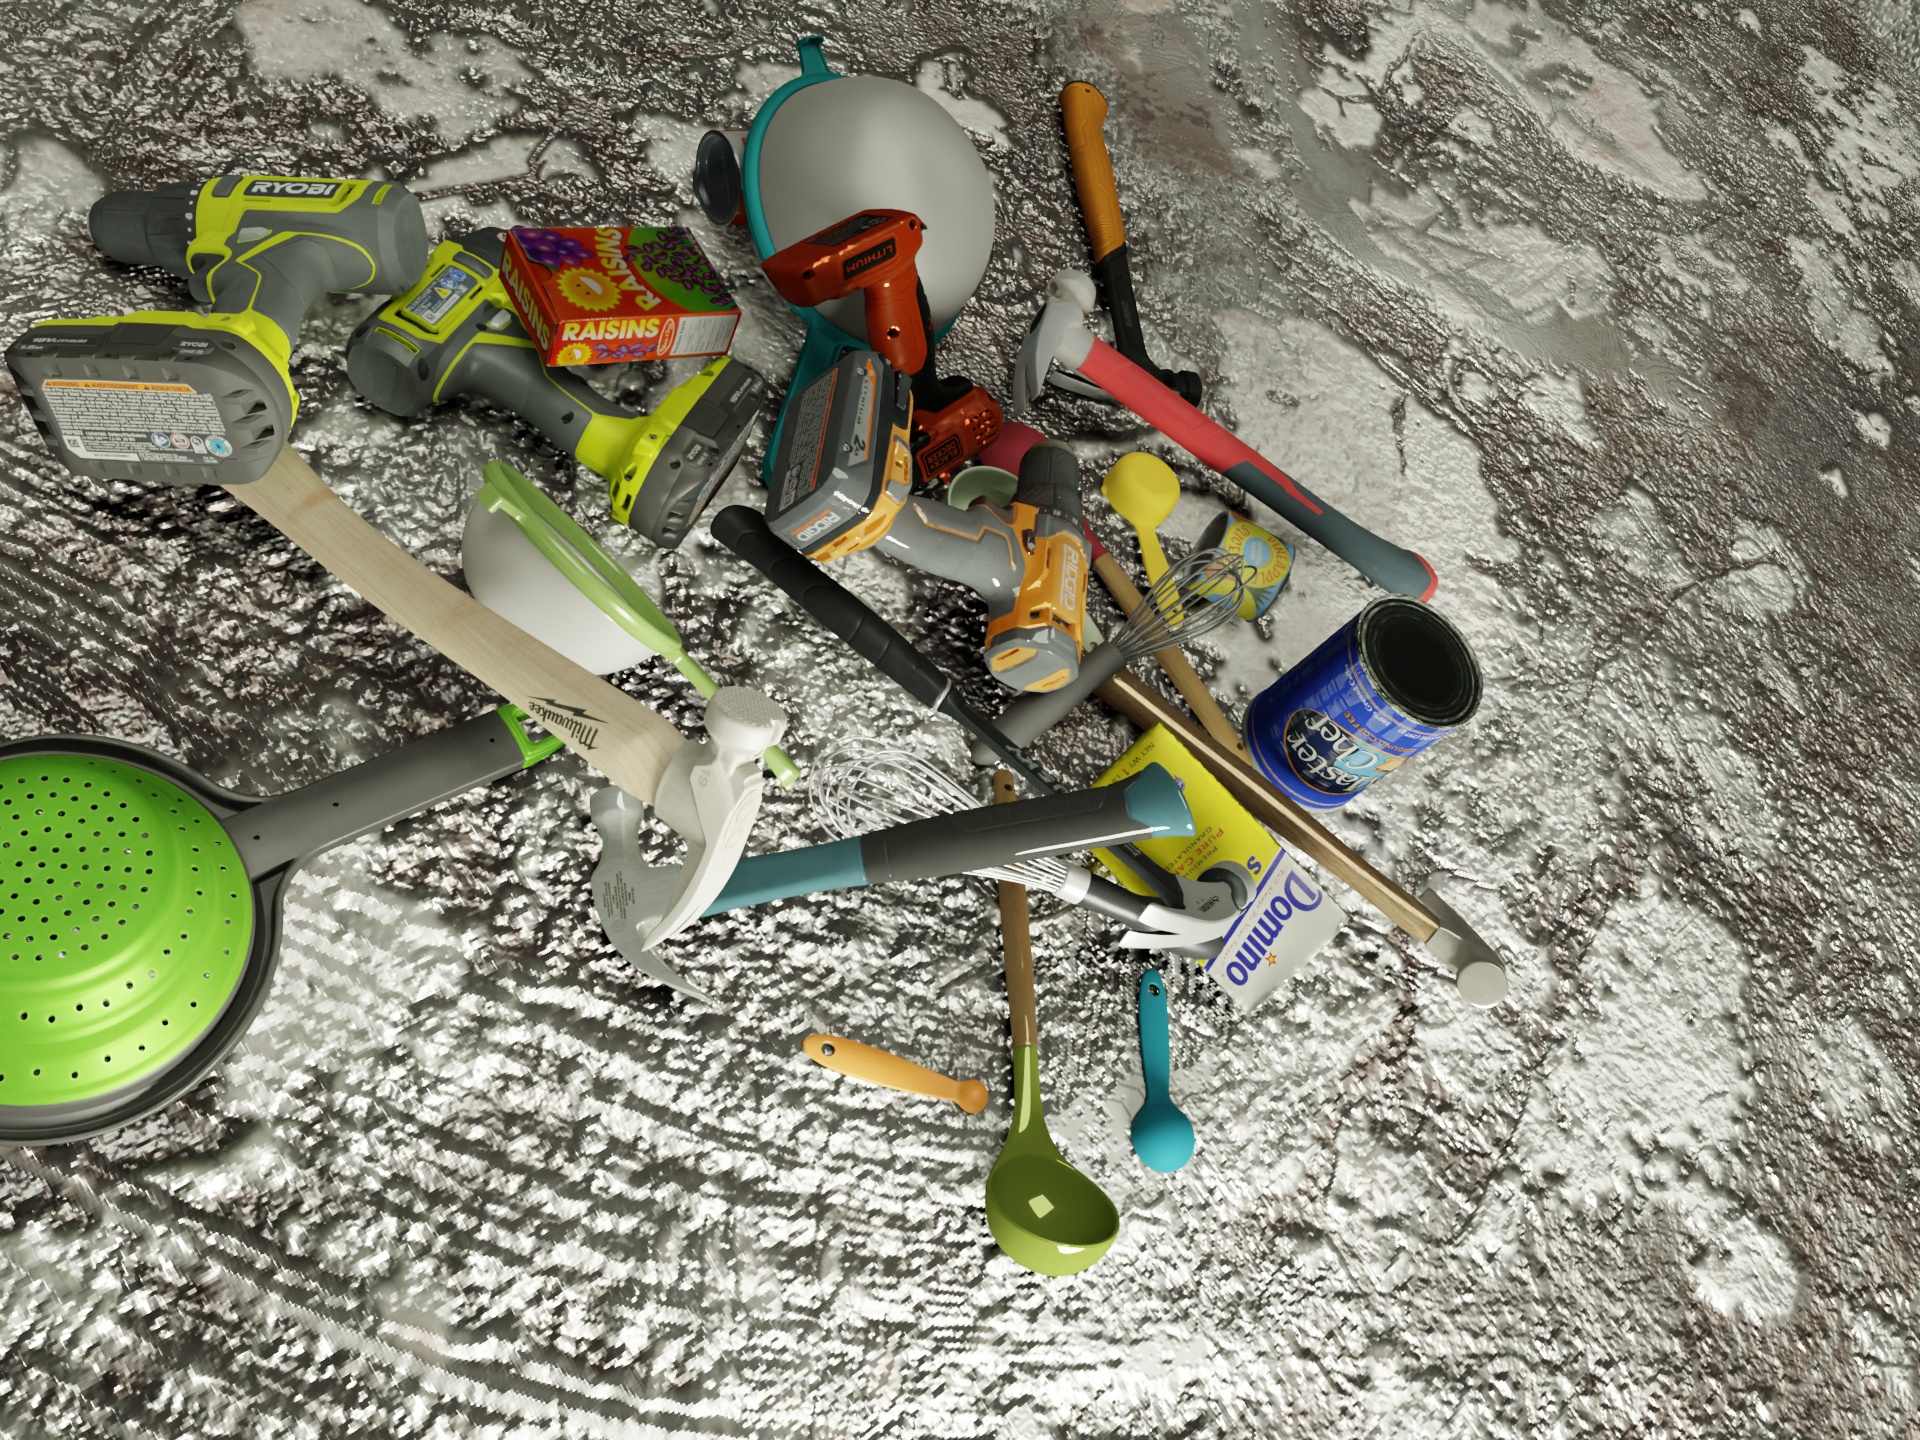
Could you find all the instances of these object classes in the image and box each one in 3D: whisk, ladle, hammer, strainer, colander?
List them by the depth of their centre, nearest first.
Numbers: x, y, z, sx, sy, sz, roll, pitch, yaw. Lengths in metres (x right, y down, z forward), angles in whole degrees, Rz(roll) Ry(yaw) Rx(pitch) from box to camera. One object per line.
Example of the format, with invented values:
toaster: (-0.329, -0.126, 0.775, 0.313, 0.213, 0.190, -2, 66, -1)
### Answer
colander: (-0.362, 0.054, 0.781, 0.397, 0.094, 0.204, -27, 77, -35)
hammer: (-0.274, -0.045, 0.845, 0.411, 0.146, 0.038, 34, 26, 19)
hammer: (-0.039, 0.072, 0.869, 0.331, 0.033, 0.128, -11, 70, 4)
strainer: (-0.202, -0.037, 0.932, 0.069, 0.151, 0.256, -43, 107, 0)
ladle: (0.042, 0.166, 0.947, 0.078, 0.062, 0.320, 11, 56, -23)
whisk: (0.039, 0.084, 0.956, 0.284, 0.070, 0.070, 24, 55, -15)
hammer: (-0.002, -0.003, 0.971, 0.409, 0.036, 0.149, 40, 21, 15)
whisk: (0.103, -0.042, 1.061, 0.239, 0.055, 0.055, -36, 82, -14)
hammer: (0.226, 0.070, 1.079, 0.331, 0.031, 0.130, 39, 11, 8)
strainer: (-0.059, -0.313, 1.106, 0.210, 0.095, 0.341, 32, 62, -36)
ladle: (0.114, -0.095, 1.148, 0.069, 0.031, 0.315, -28, 80, -39)
hammer: (0.209, -0.185, 1.206, 0.386, 0.038, 0.143, 32, 51, -17)
hammer: (0.114, -0.402, 1.314, 0.127, 0.034, 0.337, 6, 61, -25)

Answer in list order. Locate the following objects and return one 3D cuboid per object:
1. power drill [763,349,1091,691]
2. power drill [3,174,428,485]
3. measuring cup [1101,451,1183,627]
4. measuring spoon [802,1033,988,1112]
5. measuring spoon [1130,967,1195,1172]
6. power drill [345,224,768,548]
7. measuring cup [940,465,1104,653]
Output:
power drill: (-0.004, -0.142, 1.009, 0.226, 0.084, 0.185, 30, 53, -32)
power drill: (-0.422, -0.231, 0.882, 0.190, 0.080, 0.229, 3, 45, 2)
measuring cup: (0.147, -0.137, 1.172, 0.062, 0.029, 0.157, 8, 52, -26)
measuring spoon: (-0.036, 0.201, 0.914, 0.117, 0.011, 0.021, 21, 56, -15)
measuring spoon: (0.125, 0.212, 0.982, 0.042, 0.021, 0.129, 11, 60, -21)
power drill: (-0.244, -0.221, 1.008, 0.223, 0.080, 0.171, 30, 50, -6)
measuring cup: (0.045, -0.101, 1.110, 0.083, 0.038, 0.167, -31, 82, -36)
